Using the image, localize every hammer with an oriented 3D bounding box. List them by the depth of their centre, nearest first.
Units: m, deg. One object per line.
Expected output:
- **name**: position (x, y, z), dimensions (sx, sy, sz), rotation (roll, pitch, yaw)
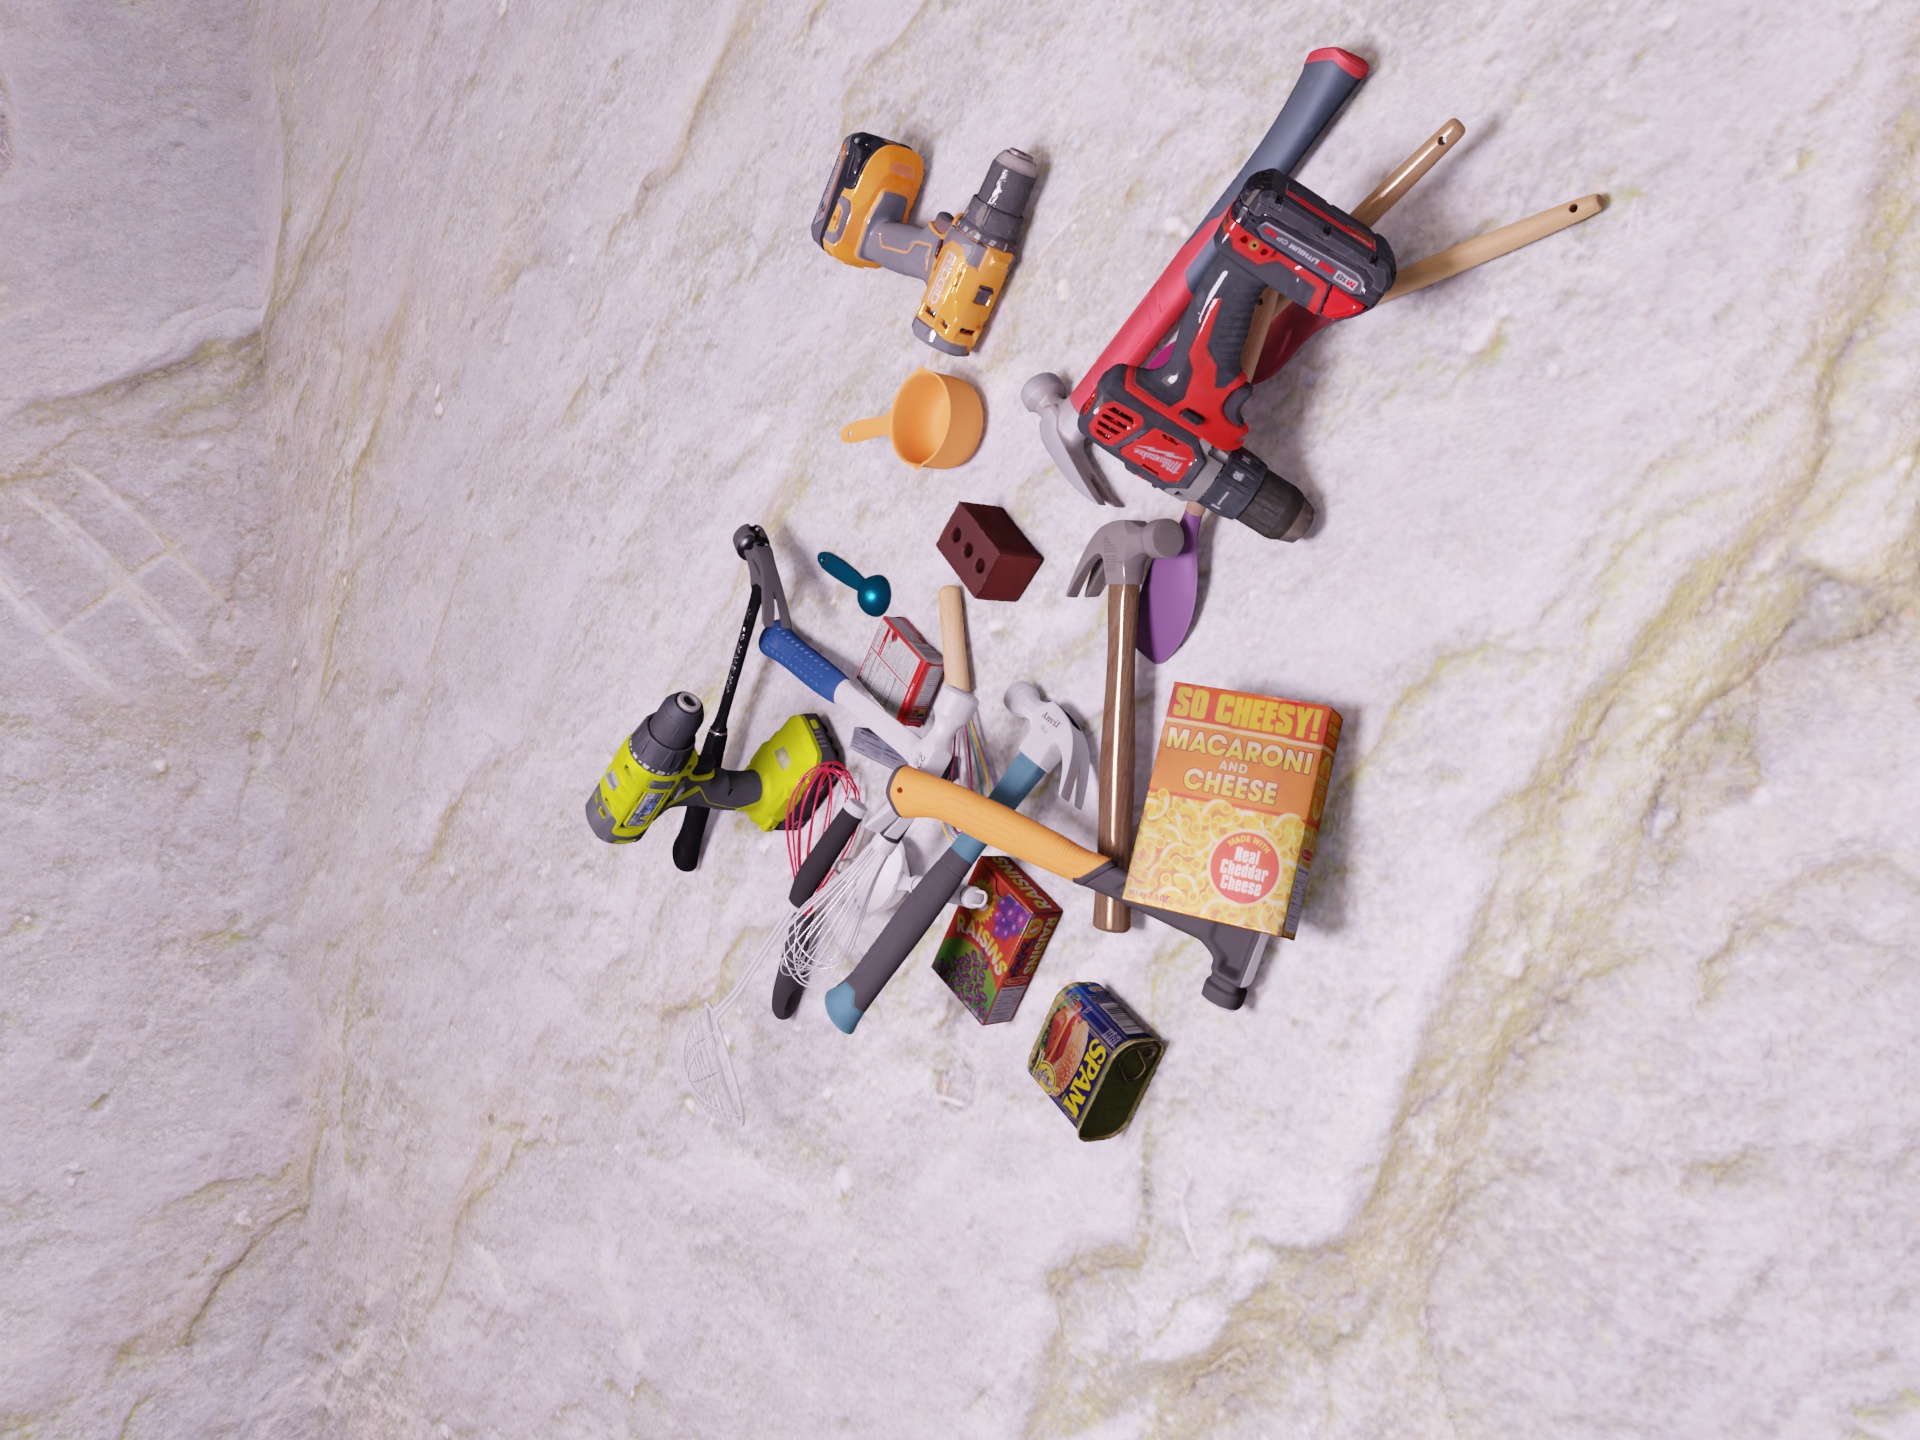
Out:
- **hammer**: position (0.187, -0.342, 1.240), dimensions (0.386, 0.038, 0.143), rotation (-50, 55, 36)
- **hammer**: position (0.087, 0.103, 1.254), dimensions (0.337, 0.034, 0.127), rotation (23, 107, 25)
- **hammer**: position (0.126, 0.005, 1.284), dimensions (0.130, 0.031, 0.331), rotation (8, 97, 64)
- **hammer**: position (-0.008, 0.125, 1.356), dimensions (0.331, 0.033, 0.128), rotation (-53, 44, 2)
- **hammer**: position (-0.111, -0.019, 1.509), dimensions (0.144, 0.035, 0.406), rotation (-63, 32, 5)
- **hammer**: position (-0.253, 0.000, 1.704), dimensions (0.149, 0.036, 0.408), rotation (-118, 39, -48)

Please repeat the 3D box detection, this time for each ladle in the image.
- **ladle**: position (0.298, -0.305, 1.118), dimensions (0.315, 0.031, 0.069), rotation (-12, 86, 47)

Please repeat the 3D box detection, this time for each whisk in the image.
- **whisk**: position (-0.084, 0.135, 1.449), dimensions (0.284, 0.070, 0.070), rotation (-55, 50, 23)
- **whisk**: position (-0.004, -0.004, 1.450), dimensions (0.047, 0.051, 0.245), rotation (-22, 69, 53)
- **whisk**: position (-0.154, 0.176, 1.609), dimensions (0.073, 0.073, 0.295), rotation (34, 119, 45)

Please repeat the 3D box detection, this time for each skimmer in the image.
- **skimmer**: position (-0.171, 0.238, 1.571), dimensions (0.363, 0.090, 0.127), rotation (-57, 34, 12)

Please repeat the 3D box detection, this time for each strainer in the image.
- **strainer**: position (-0.041, 0.153, 1.458), dimensions (0.258, 0.050, 0.087), rotation (1, 66, 61)

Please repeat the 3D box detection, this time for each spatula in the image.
- **spatula**: position (0.188, -0.181, 1.215), dimensions (0.060, 0.018, 0.315), rotation (44, 132, 39)

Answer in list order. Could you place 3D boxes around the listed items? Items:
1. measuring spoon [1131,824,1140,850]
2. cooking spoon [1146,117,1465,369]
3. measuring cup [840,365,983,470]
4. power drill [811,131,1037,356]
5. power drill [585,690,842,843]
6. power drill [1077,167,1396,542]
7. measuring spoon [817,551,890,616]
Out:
- **measuring spoon**: position (0.165, 0.091, 1.273), dimensions (0.124, 0.018, 0.034), rotation (-15, 76, 55)
- **cooking spoon**: position (0.237, -0.311, 1.148), dimensions (0.069, 0.017, 0.319), rotation (52, 129, 4)
- **measuring cup**: position (-0.046, -0.276, 1.500), dimensions (0.174, 0.052, 0.095), rotation (2, 90, 51)
- **power drill**: position (-0.029, -0.467, 1.469), dimensions (0.226, 0.084, 0.185), rotation (46, 122, 35)
- **power drill**: position (-0.236, 0.044, 1.573), dimensions (0.190, 0.228, 0.080), rotation (-51, 53, 35)
- **power drill**: position (0.212, -0.245, 1.119), dimensions (0.226, 0.188, 0.080), rotation (-56, 6, 32)
- **measuring spoon**: position (-0.115, -0.142, 1.596), dimensions (0.129, 0.021, 0.042), rotation (36, 115, 43)
